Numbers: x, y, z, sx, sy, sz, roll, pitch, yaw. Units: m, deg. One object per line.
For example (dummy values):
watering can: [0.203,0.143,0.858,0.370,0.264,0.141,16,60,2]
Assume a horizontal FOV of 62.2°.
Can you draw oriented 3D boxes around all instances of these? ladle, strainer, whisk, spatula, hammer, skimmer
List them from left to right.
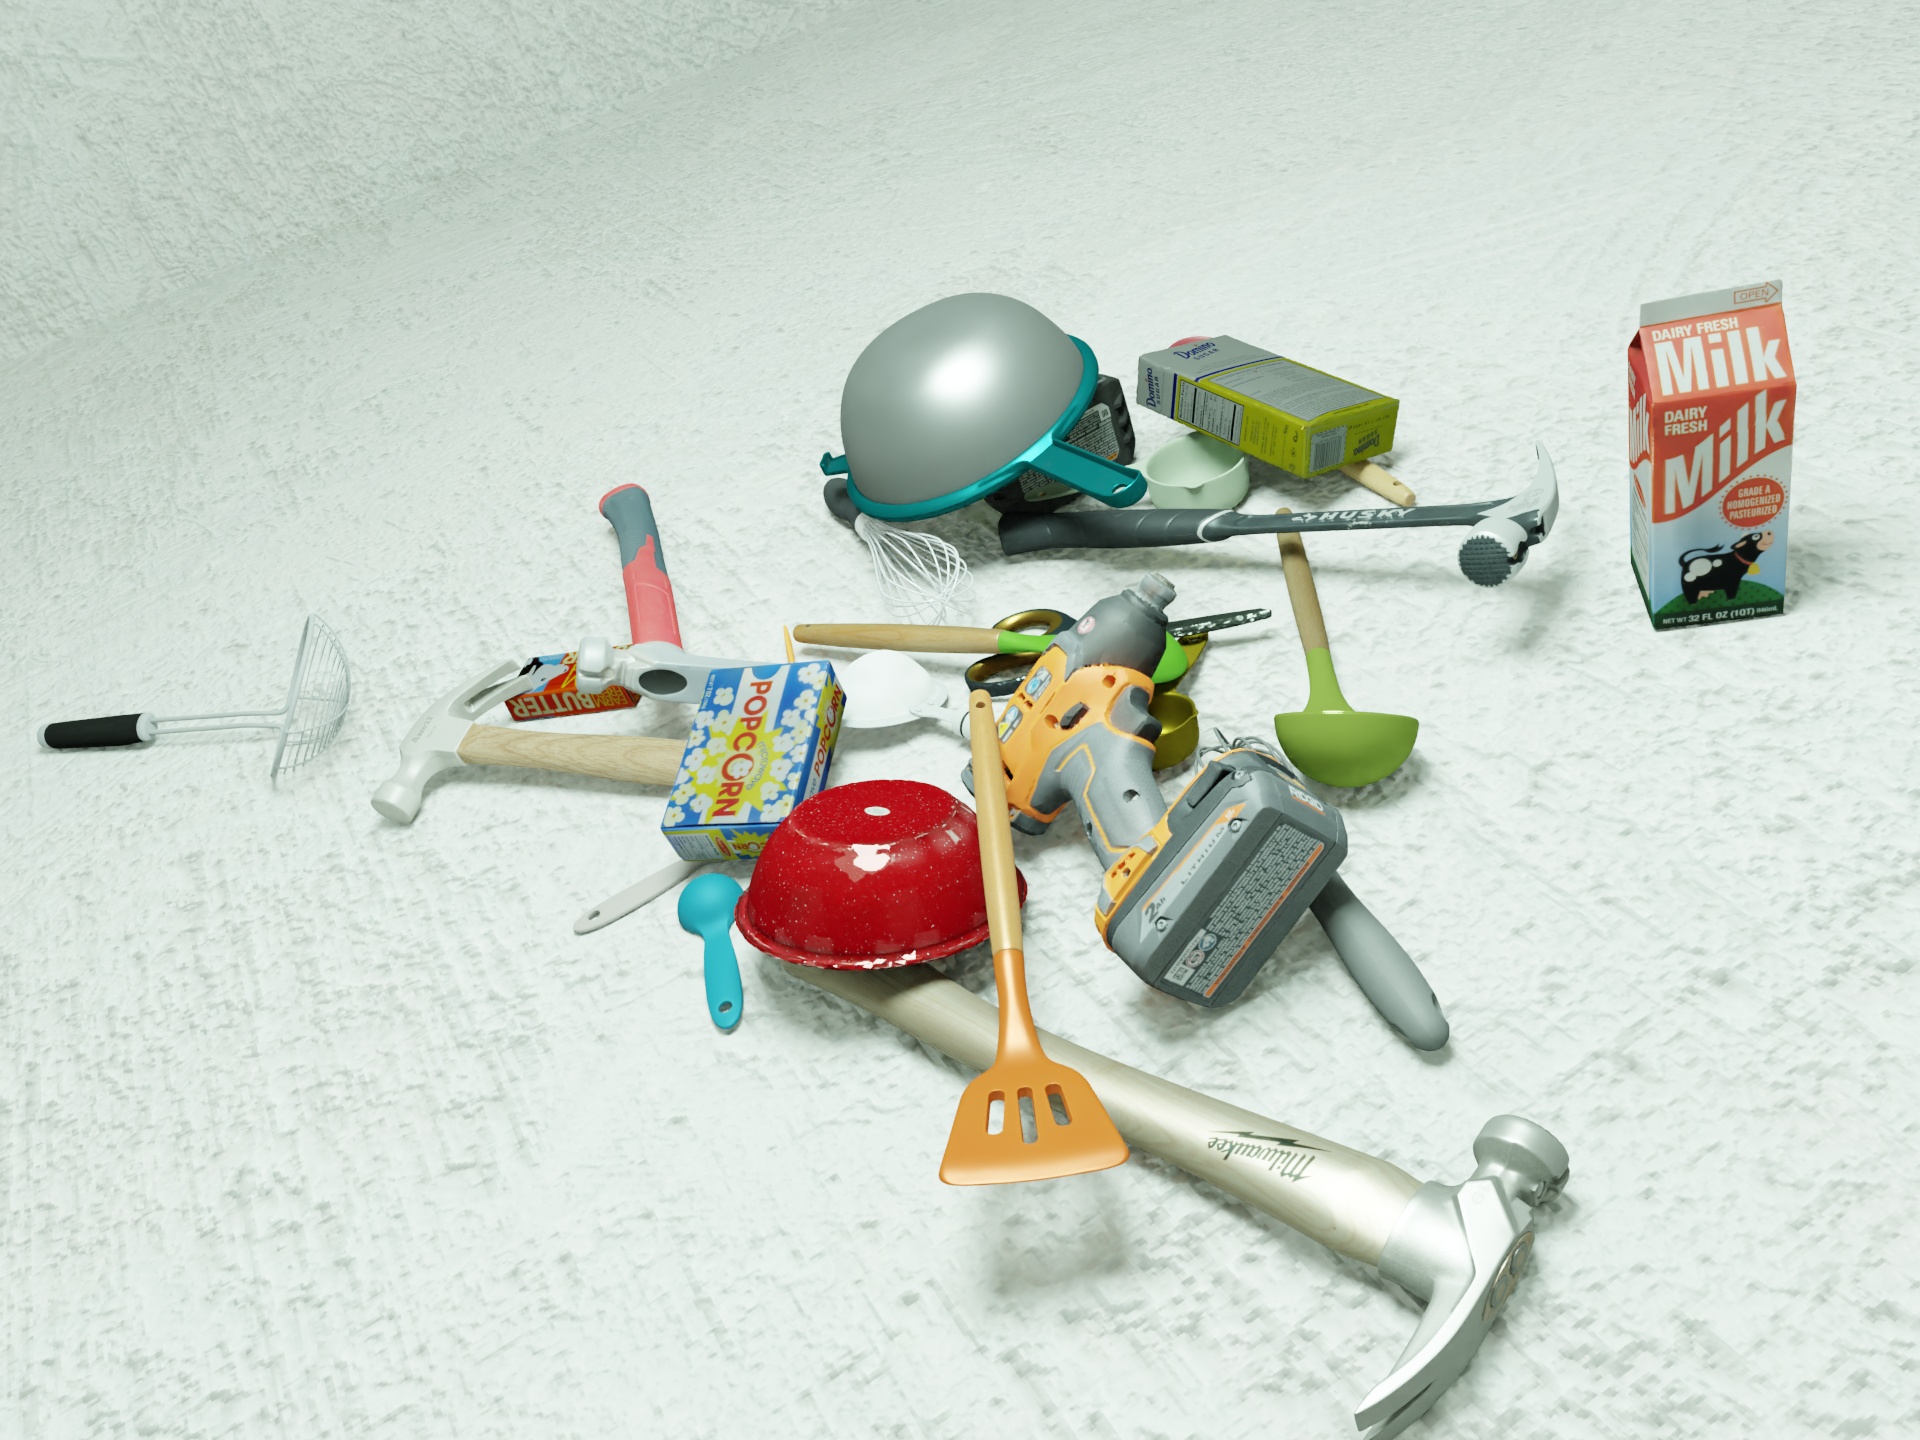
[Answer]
skimmer: [-0.622,-0.009,1.255,0.363,0.090,0.127,-4,69,23]
hammer: [-0.242,0.022,1.077,0.331,0.031,0.130,4,54,25]
hammer: [-0.228,-0.107,1.234,0.143,0.038,0.387,5,24,-17]
whisk: [-0.059,-0.137,1.204,0.070,0.070,0.285,-25,31,-9]
strainer: [-0.002,-0.003,1.010,0.259,0.050,0.087,20,36,37]
strainer: [0.017,-0.226,1.113,0.211,0.095,0.341,-40,34,-8]
spatula: [0.022,0.092,0.785,0.081,0.041,0.323,-7,44,1]
hammer: [0.055,0.177,0.742,0.411,0.038,0.146,17,50,40]
hammer: [0.192,-0.134,1.060,0.409,0.036,0.149,3,32,39]
ladle: [0.247,-0.228,1.210,0.069,0.031,0.316,-24,37,-11]
ladle: [0.218,-0.064,0.977,0.078,0.062,0.320,3,35,2]
whisk: [0.181,0.079,0.810,0.055,0.055,0.239,-22,39,-5]

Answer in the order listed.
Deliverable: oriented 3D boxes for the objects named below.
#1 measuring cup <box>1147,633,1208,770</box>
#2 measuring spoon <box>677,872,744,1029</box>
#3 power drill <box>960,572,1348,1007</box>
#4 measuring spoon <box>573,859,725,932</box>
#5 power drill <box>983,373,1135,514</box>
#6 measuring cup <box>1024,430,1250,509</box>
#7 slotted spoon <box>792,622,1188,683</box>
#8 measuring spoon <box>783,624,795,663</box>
measuring cup: [0.132,-0.014,0.983,0.062,0.029,0.156,-3,26,25]
measuring spoon: [-0.141,0.127,0.909,0.042,0.021,0.129,-20,34,-2]
power drill: [0.100,0.024,0.838,0.164,0.084,0.227,-55,36,11]
measuring spoon: [-0.185,0.093,0.979,0.124,0.018,0.034,-31,37,-15]
power drill: [0.041,-0.252,1.293,0.190,0.080,0.229,-30,34,-14]
measuring cup: [0.131,-0.169,1.174,0.167,0.038,0.083,-10,36,16]
slotted spoon: [0.006,-0.052,1.050,0.314,0.031,0.070,5,28,37]
measuring spoon: [-0.114,-0.036,1.120,0.011,0.021,0.117,-9,34,-9]
